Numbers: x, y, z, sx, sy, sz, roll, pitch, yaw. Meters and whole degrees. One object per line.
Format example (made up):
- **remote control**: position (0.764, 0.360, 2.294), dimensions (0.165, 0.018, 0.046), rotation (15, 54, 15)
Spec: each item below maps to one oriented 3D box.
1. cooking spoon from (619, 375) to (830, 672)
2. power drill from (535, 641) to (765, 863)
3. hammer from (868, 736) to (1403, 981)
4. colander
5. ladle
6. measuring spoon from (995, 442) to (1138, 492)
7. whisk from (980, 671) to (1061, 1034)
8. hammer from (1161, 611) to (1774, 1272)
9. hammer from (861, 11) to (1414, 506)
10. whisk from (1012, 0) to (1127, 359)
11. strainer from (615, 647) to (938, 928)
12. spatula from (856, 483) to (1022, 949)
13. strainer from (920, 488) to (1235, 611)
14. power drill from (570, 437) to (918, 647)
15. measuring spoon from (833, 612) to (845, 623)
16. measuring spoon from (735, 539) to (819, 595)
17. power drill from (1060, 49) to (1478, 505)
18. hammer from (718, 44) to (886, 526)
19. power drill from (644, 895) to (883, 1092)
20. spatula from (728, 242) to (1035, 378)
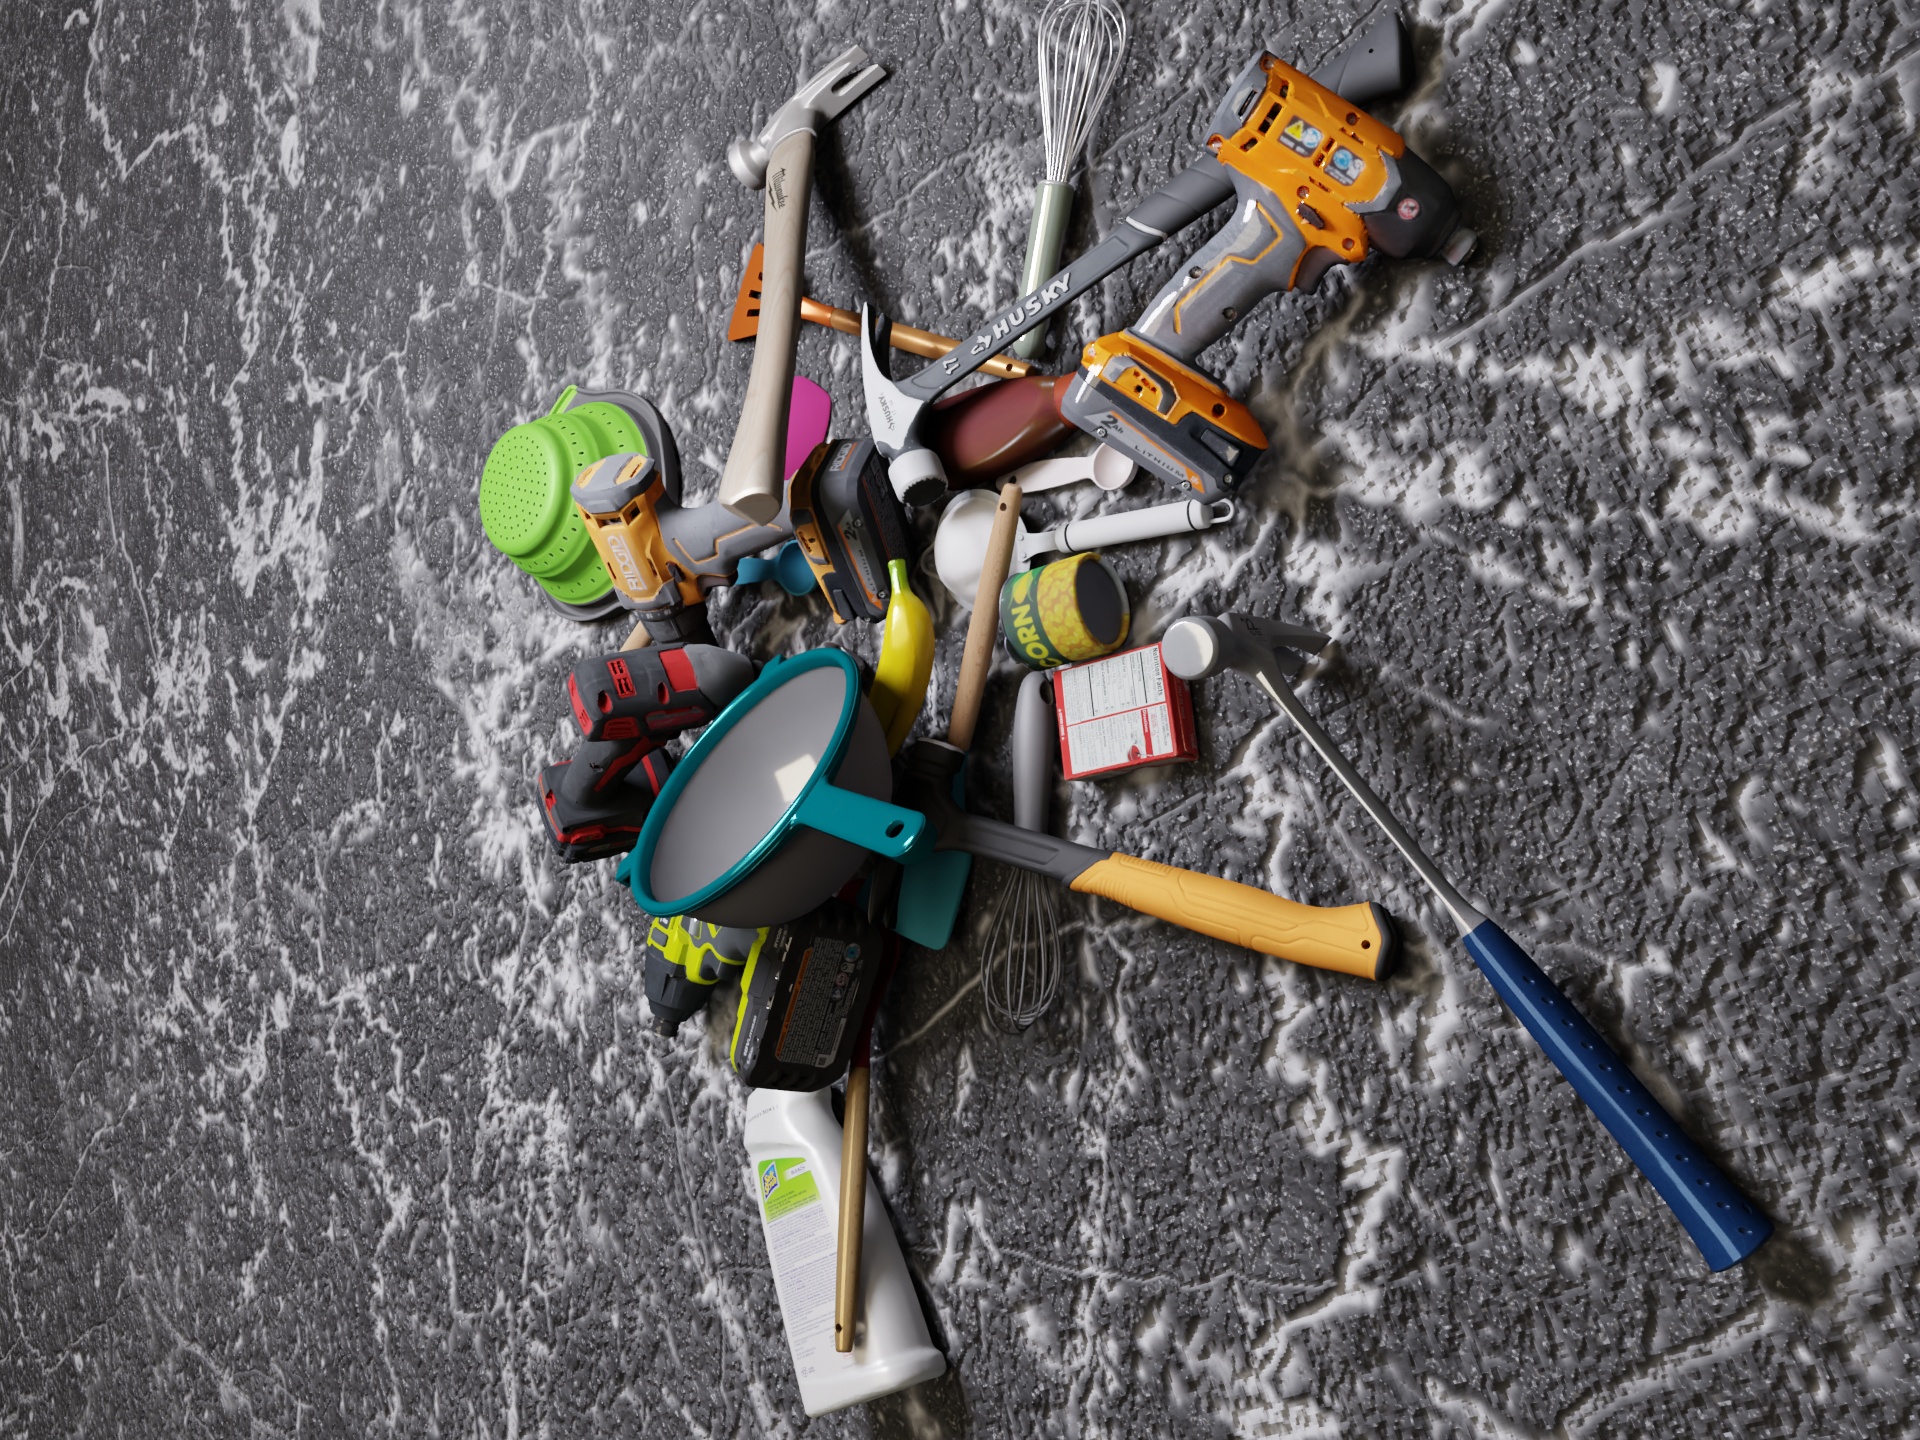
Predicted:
- **cooking spoon**: position (-0.203, -0.129, 1.234), dimensions (0.069, 0.017, 0.319), rotation (37, 95, 21)
- **power drill**: position (-0.234, 0.018, 1.192), dimensions (0.079, 0.143, 0.219), rotation (65, 146, 22)
- **hammer**: position (0.098, 0.105, 0.966), dimensions (0.337, 0.034, 0.127), rotation (13, 82, 29)
- **colander**: position (-0.296, -0.133, 1.306), dimensions (0.204, 0.094, 0.397), rotation (-52, 57, 23)
- **ladle**: position (-0.071, 0.266, 1.095), dimensions (0.069, 0.031, 0.316), rotation (-15, 65, 39)
- **measuring spoon**: position (0.072, -0.165, 1.064), dimensions (0.124, 0.018, 0.034), rotation (0, 84, 46)
- **whisk**: position (0.043, 0.085, 1.043), dimensions (0.055, 0.055, 0.239), rotation (-4, 80, 39)
- **hammer**: position (0.264, 0.098, 0.831), dimensions (0.035, 0.144, 0.406), rotation (-47, 68, 29)
- **hammer**: position (0.099, -0.301, 1.001), dimensions (0.409, 0.036, 0.149), rotation (-31, 64, 24)
- **whisk**: position (0.066, -0.366, 1.065), dimensions (0.058, 0.059, 0.246), rotation (-120, 39, -80)
- **strainer**: position (-0.082, 0.067, 0.994), dimensions (0.211, 0.095, 0.340), rotation (-55, 28, -13)
- **spatula**: position (-0.002, -0.003, 1.068), dimensions (0.082, 0.044, 0.317), rotation (25, 113, 32)
- **strainer**: position (0.063, -0.120, 1.050), dimensions (0.258, 0.050, 0.087), rotation (-6, 96, 36)
- **power drill**: position (-0.149, -0.110, 1.146), dimensions (0.226, 0.084, 0.185), rotation (-3, 129, 19)
- **measuring spoon**: position (-0.070, -0.123, 1.174), dimensions (0.021, 0.011, 0.117), rotation (38, 110, 35)
- **measuring spoon**: position (-0.151, -0.117, 1.233), dimensions (0.129, 0.021, 0.042), rotation (2, 97, 39)
- **power drill**: position (0.177, -0.242, 0.920), dimensions (0.164, 0.084, 0.226), rotation (32, 110, 0)
- **hammer**: position (-0.120, -0.309, 1.119), dimensions (0.146, 0.038, 0.411), rotation (-27, 47, 35)
- **power drill**: position (-0.157, 0.176, 1.153), dimensions (0.223, 0.080, 0.171), rotation (19, 92, 54)
- **spatula**: position (-0.069, -0.292, 1.183), dimensions (0.323, 0.041, 0.081), rotation (25, 101, 34)
